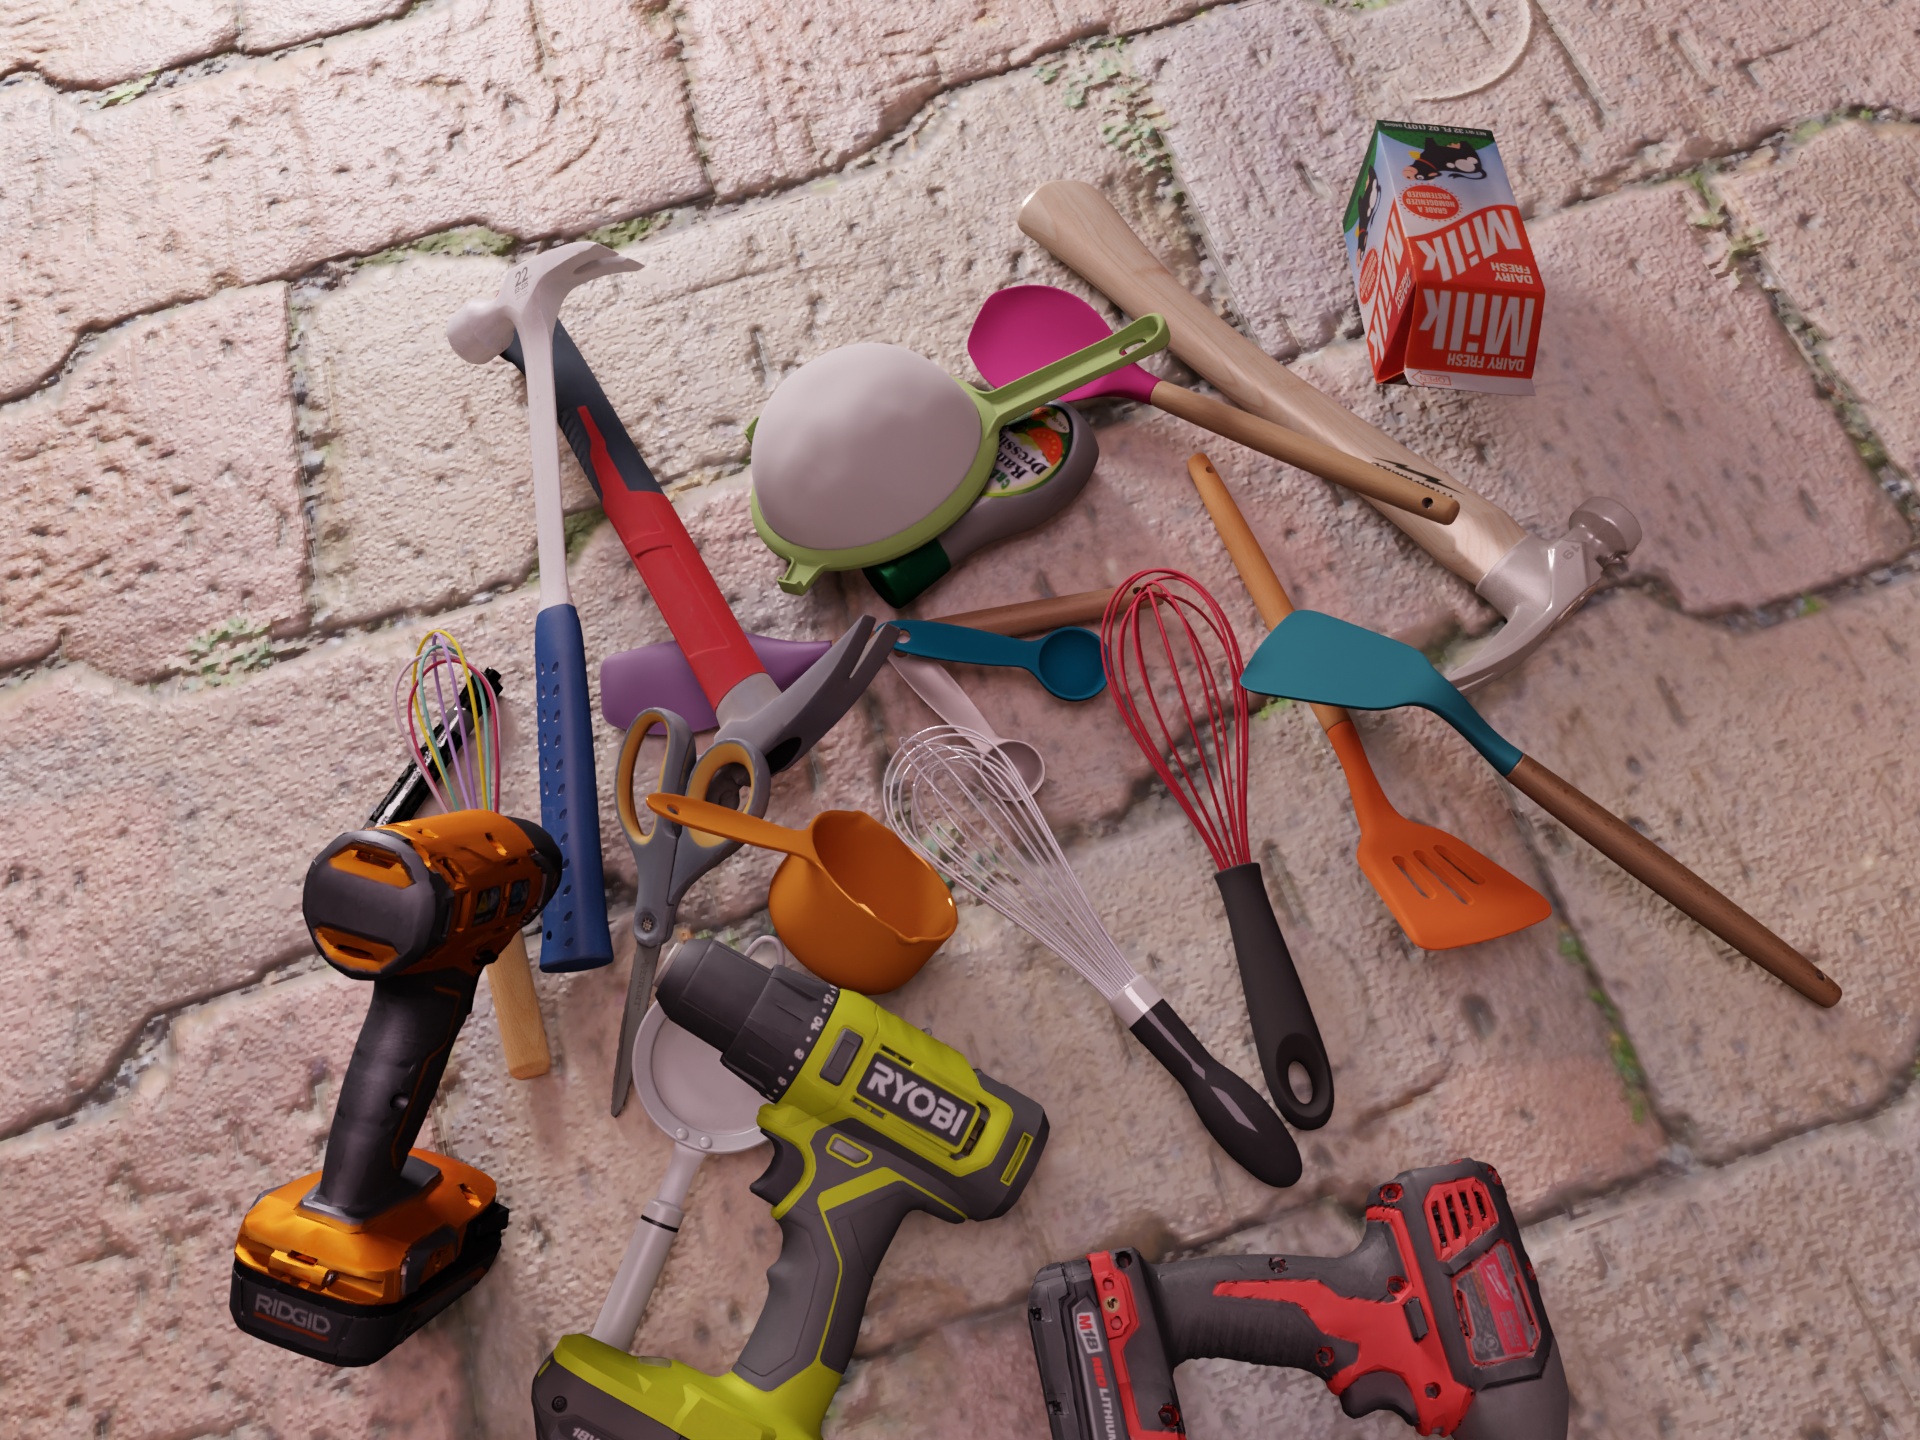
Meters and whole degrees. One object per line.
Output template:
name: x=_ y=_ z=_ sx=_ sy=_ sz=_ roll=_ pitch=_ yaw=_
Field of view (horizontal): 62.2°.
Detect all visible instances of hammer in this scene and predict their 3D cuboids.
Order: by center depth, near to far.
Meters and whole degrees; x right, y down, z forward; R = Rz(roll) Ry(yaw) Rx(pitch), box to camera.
hammer: x=-0.216 y=-0.070 z=0.857 sx=0.144 sy=0.035 sz=0.406 roll=-20 pitch=70 yaw=36
hammer: x=-0.171 y=-0.131 z=0.888 sx=0.143 sy=0.038 sz=0.387 roll=-43 pitch=59 yaw=17
hammer: x=0.175 y=-0.181 z=0.912 sx=0.146 sy=0.038 sz=0.411 roll=-41 pitch=68 yaw=-12

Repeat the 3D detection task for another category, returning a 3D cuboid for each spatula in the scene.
spatula: x=0.287 y=0.043 z=0.782 sx=0.317 sy=0.044 sz=0.082 roll=37 pitch=46 yaw=7
spatula: x=0.192 y=-0.021 z=0.833 sx=0.081 sy=0.041 sz=0.323 roll=-11 pitch=61 yaw=-22
spatula: x=-0.044 y=-0.040 z=0.877 sx=0.316 sy=0.018 sz=0.060 roll=-11 pitch=64 yaw=2

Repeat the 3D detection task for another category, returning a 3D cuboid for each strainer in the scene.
strainer: x=-0.138 y=0.225 z=0.752 sx=0.087 sy=0.050 sz=0.258 roll=21 pitch=74 yaw=2
strainer: x=-0.011 y=-0.180 z=0.873 sx=0.256 sy=0.069 sz=0.152 roll=-23 pitch=49 yaw=8

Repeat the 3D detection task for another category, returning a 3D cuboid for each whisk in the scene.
whisk: x=0.063 y=0.112 z=0.773 sx=0.070 sy=0.070 sz=0.285 roll=-39 pitch=76 yaw=-12
whisk: x=0.132 y=0.057 z=0.796 sx=0.073 sy=0.073 sz=0.296 roll=-14 pitch=71 yaw=-1
whisk: x=-0.250 y=0.066 z=0.827 sx=0.047 sy=0.051 sz=0.245 roll=-20 pitch=74 yaw=9

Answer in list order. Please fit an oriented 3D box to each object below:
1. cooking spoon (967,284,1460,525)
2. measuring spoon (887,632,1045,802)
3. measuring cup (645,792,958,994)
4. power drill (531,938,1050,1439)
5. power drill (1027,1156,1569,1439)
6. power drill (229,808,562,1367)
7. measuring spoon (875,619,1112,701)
cooking spoon: x=0.132 y=-0.174 z=0.890 sx=0.319 sy=0.017 sz=0.069 roll=30 pitch=98 yaw=29
measuring spoon: x=-0.001 y=-0.003 z=0.851 sx=0.034 sy=0.018 sz=0.124 roll=-38 pitch=71 yaw=-13
measuring cup: x=-0.083 y=0.079 z=0.755 sx=0.052 sy=0.173 sz=0.095 roll=-53 pitch=36 yaw=22
power drill: x=-0.090 y=0.225 z=0.704 sx=0.190 sy=0.080 sz=0.228 roll=30 pitch=71 yaw=-4
power drill: x=0.146 y=0.280 z=0.681 sx=0.219 sy=0.078 sz=0.143 roll=-11 pitch=65 yaw=-3
power drill: x=-0.241 y=0.151 z=0.722 sx=0.084 sy=0.164 sz=0.226 roll=14 pitch=96 yaw=11
measuring spoon: x=0.018 y=-0.035 z=0.859 sx=0.128 sy=0.021 sz=0.042 roll=9 pitch=70 yaw=1
